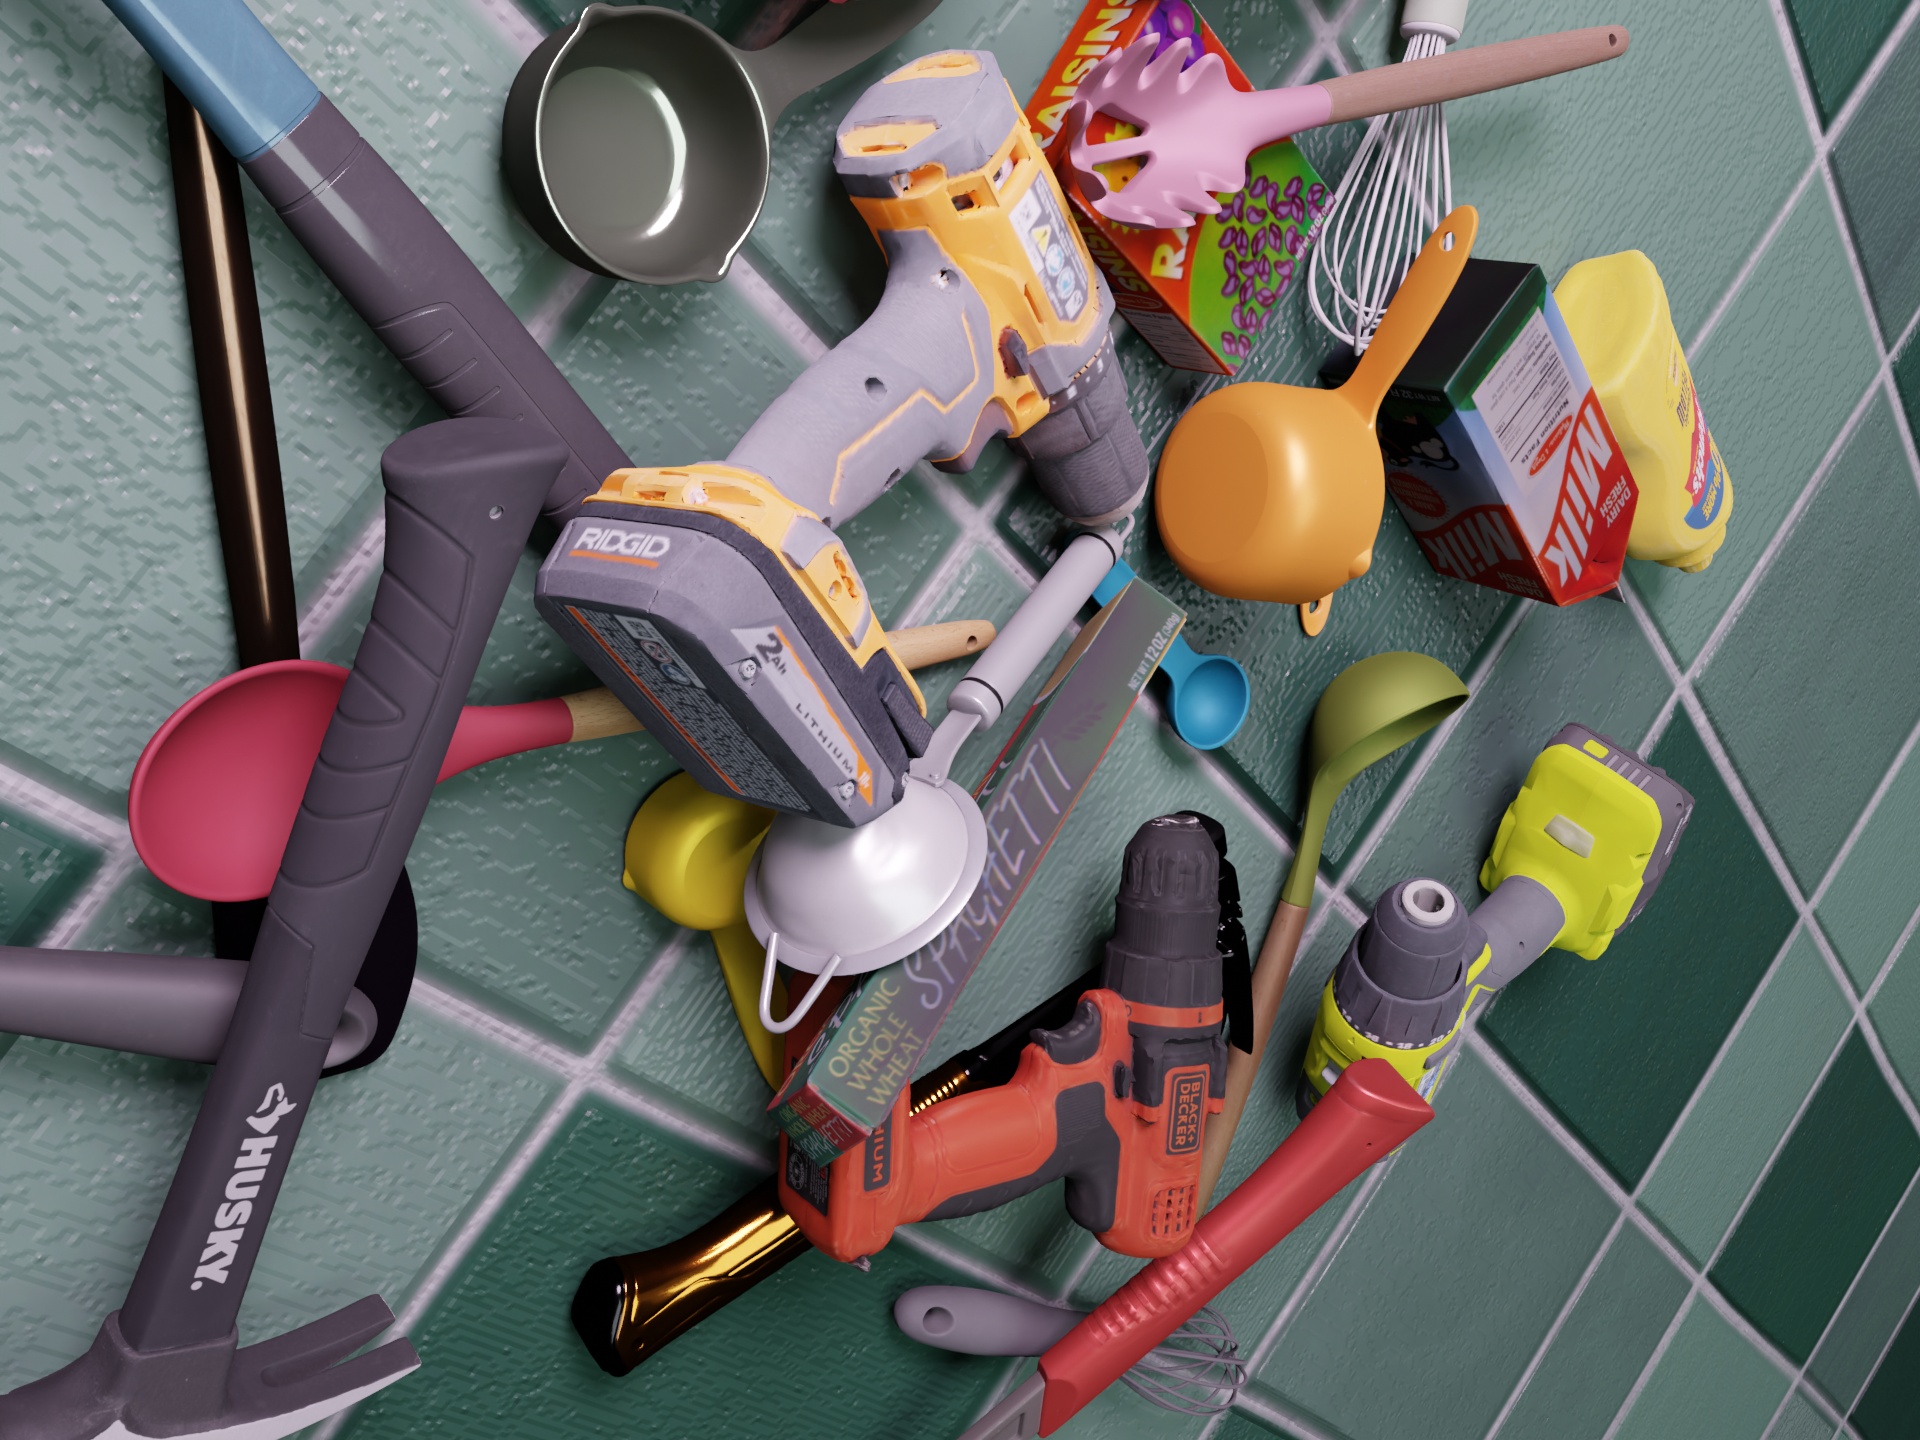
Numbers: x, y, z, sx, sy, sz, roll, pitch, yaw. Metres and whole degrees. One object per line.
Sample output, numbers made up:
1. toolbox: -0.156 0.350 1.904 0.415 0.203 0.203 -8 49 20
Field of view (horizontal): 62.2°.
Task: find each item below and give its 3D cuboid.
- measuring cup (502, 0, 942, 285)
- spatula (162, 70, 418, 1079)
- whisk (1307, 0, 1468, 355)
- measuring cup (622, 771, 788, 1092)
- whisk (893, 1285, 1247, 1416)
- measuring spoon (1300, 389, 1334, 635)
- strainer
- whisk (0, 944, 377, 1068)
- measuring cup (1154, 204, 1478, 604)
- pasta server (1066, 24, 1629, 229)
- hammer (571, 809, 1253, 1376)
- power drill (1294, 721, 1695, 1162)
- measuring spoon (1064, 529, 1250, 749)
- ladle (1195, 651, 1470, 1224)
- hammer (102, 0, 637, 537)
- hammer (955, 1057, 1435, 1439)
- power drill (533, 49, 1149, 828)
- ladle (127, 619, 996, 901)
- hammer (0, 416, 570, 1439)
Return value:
1. measuring cup: -0.067 -0.196 0.488 0.167 0.038 0.083 -43 127 -24
2. spatula: -0.198 -0.033 0.458 0.059 0.018 0.315 -12 115 -31
3. whisk: 0.189 -0.273 0.650 0.059 0.058 0.246 -14 116 -72
4. measuring cup: -0.076 0.088 0.590 0.062 0.029 0.156 -31 123 -25
5. whisk: 0.059 0.300 0.767 0.238 0.055 0.055 25 91 -36
6. measuring spoon: 0.160 -0.093 0.719 0.021 0.011 0.116 -19 121 -29
7. strainer: -0.001 -0.002 0.565 0.258 0.087 0.050 -52 140 -35
8. whisk: -0.286 0.063 0.398 0.295 0.073 0.073 19 95 -44
9. measuring cup: 0.134 -0.121 0.609 0.052 0.095 0.173 -2 135 -34
10. pasta server: 0.156 -0.233 0.588 0.316 0.040 0.060 -23 108 -30
11. hammer: -0.006 0.167 0.672 0.337 0.034 0.127 -29 121 -26
12. power drill: 0.263 0.100 0.791 0.228 0.080 0.190 -34 146 -27
13. measuring spoon: 0.078 -0.037 0.675 0.042 0.021 0.128 -51 120 -11
14. ladle: 0.165 0.117 0.772 0.078 0.062 0.320 -2 111 -55
15. hammer: -0.167 -0.141 0.409 0.128 0.033 0.330 -54 137 -19
16. hammer: 0.069 0.285 0.715 0.359 0.037 0.149 -40 126 0
17. power drill: -0.015 -0.076 0.525 0.226 0.084 0.185 -60 140 -24
18. ladle: -0.106 -0.006 0.521 0.315 0.031 0.069 -14 118 -40
19. hammer: -0.180 0.073 0.446 0.146 0.035 0.334 11 108 -48
